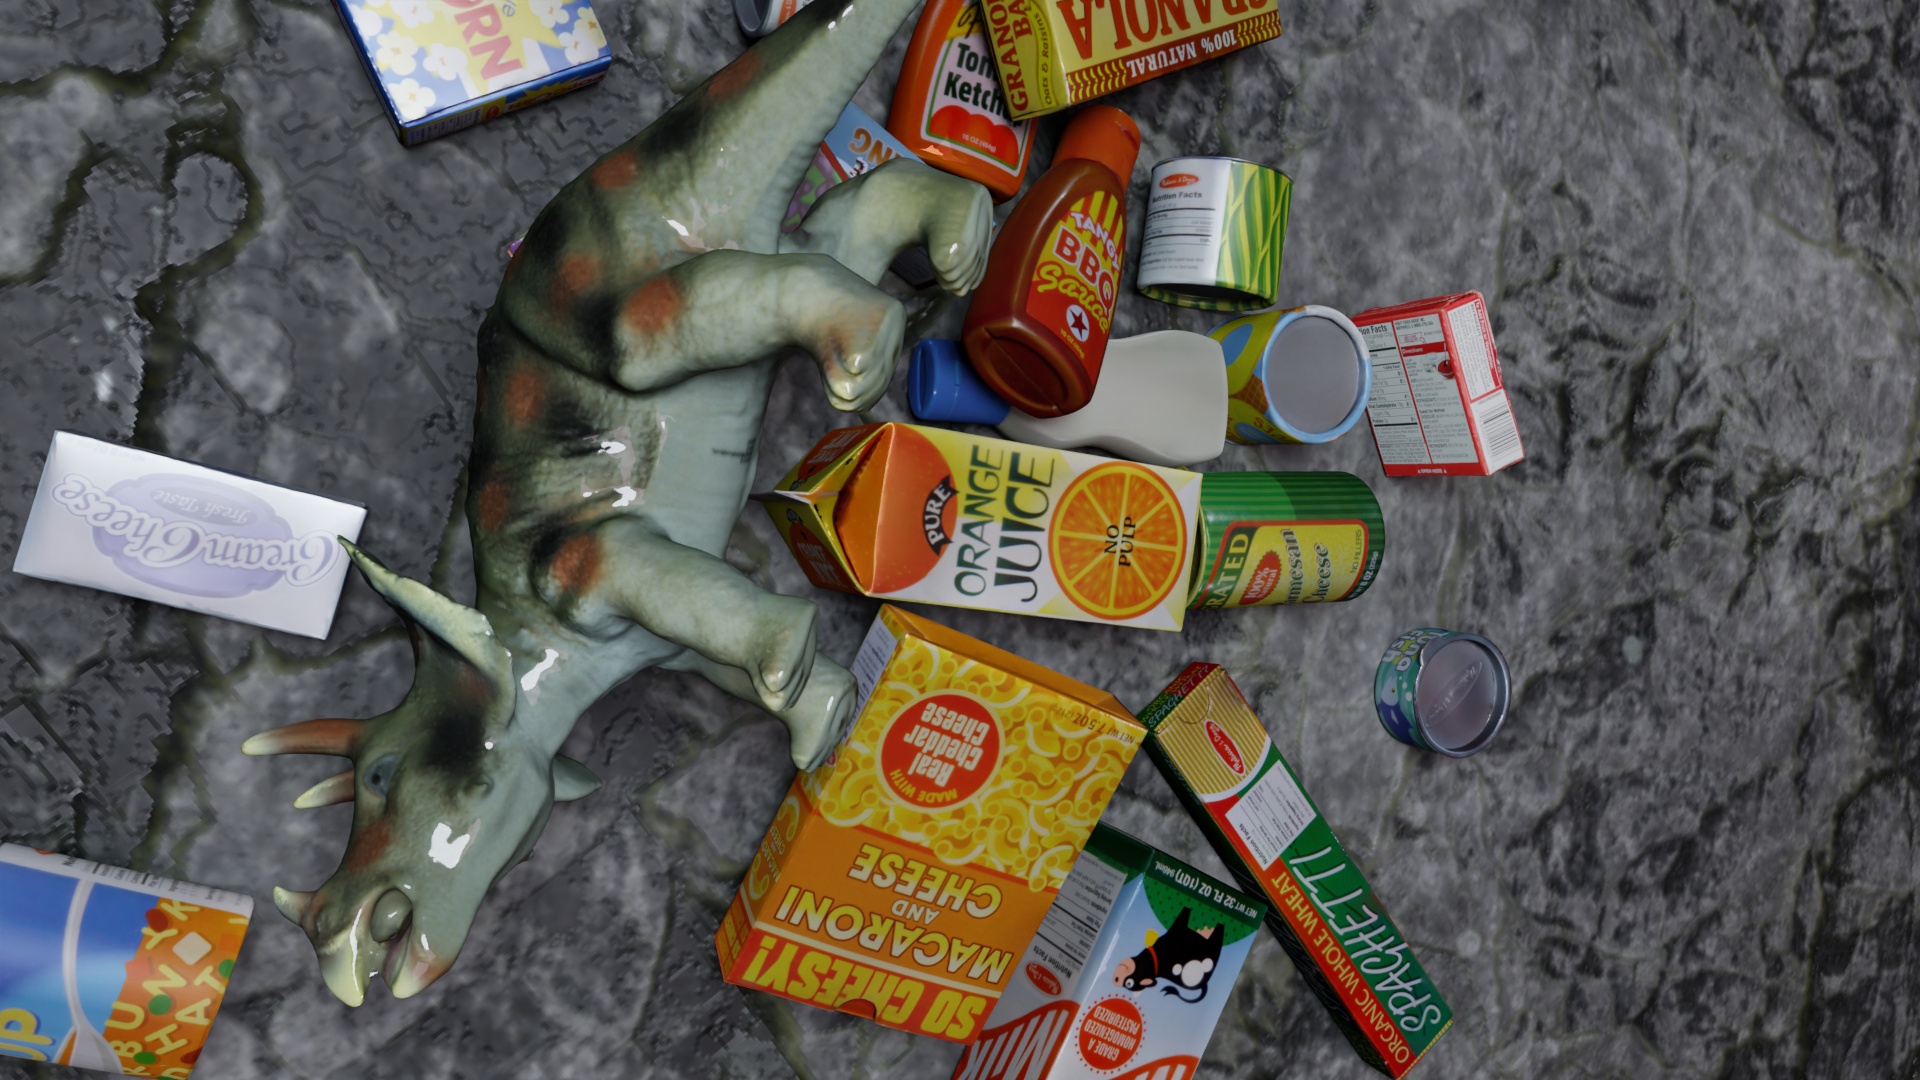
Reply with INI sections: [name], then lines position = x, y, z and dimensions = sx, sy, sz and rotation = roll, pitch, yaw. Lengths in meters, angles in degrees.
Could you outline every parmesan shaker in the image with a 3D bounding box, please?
[parmesan shaker]
position = 0.143, -0.003, 0.663
dimensions = 0.103, 0.071, 0.071
rotation = -2, 93, -23

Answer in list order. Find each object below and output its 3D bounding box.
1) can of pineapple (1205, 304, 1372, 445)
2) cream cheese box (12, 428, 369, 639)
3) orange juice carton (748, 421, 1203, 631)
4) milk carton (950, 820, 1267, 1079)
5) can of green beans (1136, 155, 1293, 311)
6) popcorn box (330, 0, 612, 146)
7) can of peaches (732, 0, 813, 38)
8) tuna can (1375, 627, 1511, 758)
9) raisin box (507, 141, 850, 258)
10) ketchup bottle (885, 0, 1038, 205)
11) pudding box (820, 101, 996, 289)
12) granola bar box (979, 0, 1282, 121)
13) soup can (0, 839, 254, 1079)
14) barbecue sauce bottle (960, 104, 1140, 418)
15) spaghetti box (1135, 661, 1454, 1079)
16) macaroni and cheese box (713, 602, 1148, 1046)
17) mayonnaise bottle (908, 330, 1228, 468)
[can of pineapple]
position = 0.154, -0.077, 0.672
dimensions = 0.071, 0.058, 0.071
rotation = -1, 93, -24
[cream cheese box]
position = -0.277, -0.001, 0.506
dimensions = 0.104, 0.024, 0.053
rotation = 16, 87, -23
[orange juice carton]
position = 0.002, -0.008, 0.601
dimensions = 0.193, 0.072, 0.073
rotation = 8, 89, -24
[milk carton]
position = 0.056, 0.231, 0.634
dimensions = 0.072, 0.073, 0.191
rotation = 31, 80, -22
[can of green beans]
position = 0.119, -0.142, 0.649
dimensions = 0.071, 0.071, 0.058
rotation = 8, 90, -24
[popcorn box]
position = -0.198, -0.224, 0.523
dimensions = 0.085, 0.038, 0.126
rotation = -27, 103, -19
[can of peaches]
position = -0.059, -0.242, 0.568
dimensions = 0.058, 0.071, 0.071
rotation = -7, 95, -23
[tuna can]
position = 0.254, 0.078, 0.736
dimensions = 0.071, 0.033, 0.071
rotation = -1, 93, -24
[raisin box]
position = -0.099, -0.114, 0.544
dimensions = 0.123, 0.040, 0.086
rotation = -32, 107, 9
[ketchup bottle]
position = 0.012, -0.228, 0.611
dimensions = 0.065, 0.043, 0.149
rotation = 16, 85, -27
[pudding box]
position = -0.032, -0.145, 0.592
dimensions = 0.083, 0.049, 0.030
rotation = 35, 77, -21
[granola bar box]
position = 0.071, -0.263, 0.604
dimensions = 0.166, 0.039, 0.123
rotation = -31, 113, -39
[soup can]
position = -0.300, 0.149, 0.478
dimensions = 0.084, 0.071, 0.071
rotation = 22, 84, -23
[barbecue sauce bottle]
position = 0.046, -0.128, 0.604
dimensions = 0.064, 0.043, 0.149
rotation = 43, 51, -35
[spaghetti box]
position = 0.172, 0.172, 0.706
dimensions = 0.050, 0.028, 0.249
rotation = -40, 107, -17
[macaroni and cheese box]
position = -0.014, 0.126, 0.594
dimensions = 0.124, 0.040, 0.166
rotation = 24, 98, -23
[mayonnaise bottle]
position = 0.051, -0.069, 0.637
dimensions = 0.148, 0.041, 0.065
rotation = 2, 84, -22
